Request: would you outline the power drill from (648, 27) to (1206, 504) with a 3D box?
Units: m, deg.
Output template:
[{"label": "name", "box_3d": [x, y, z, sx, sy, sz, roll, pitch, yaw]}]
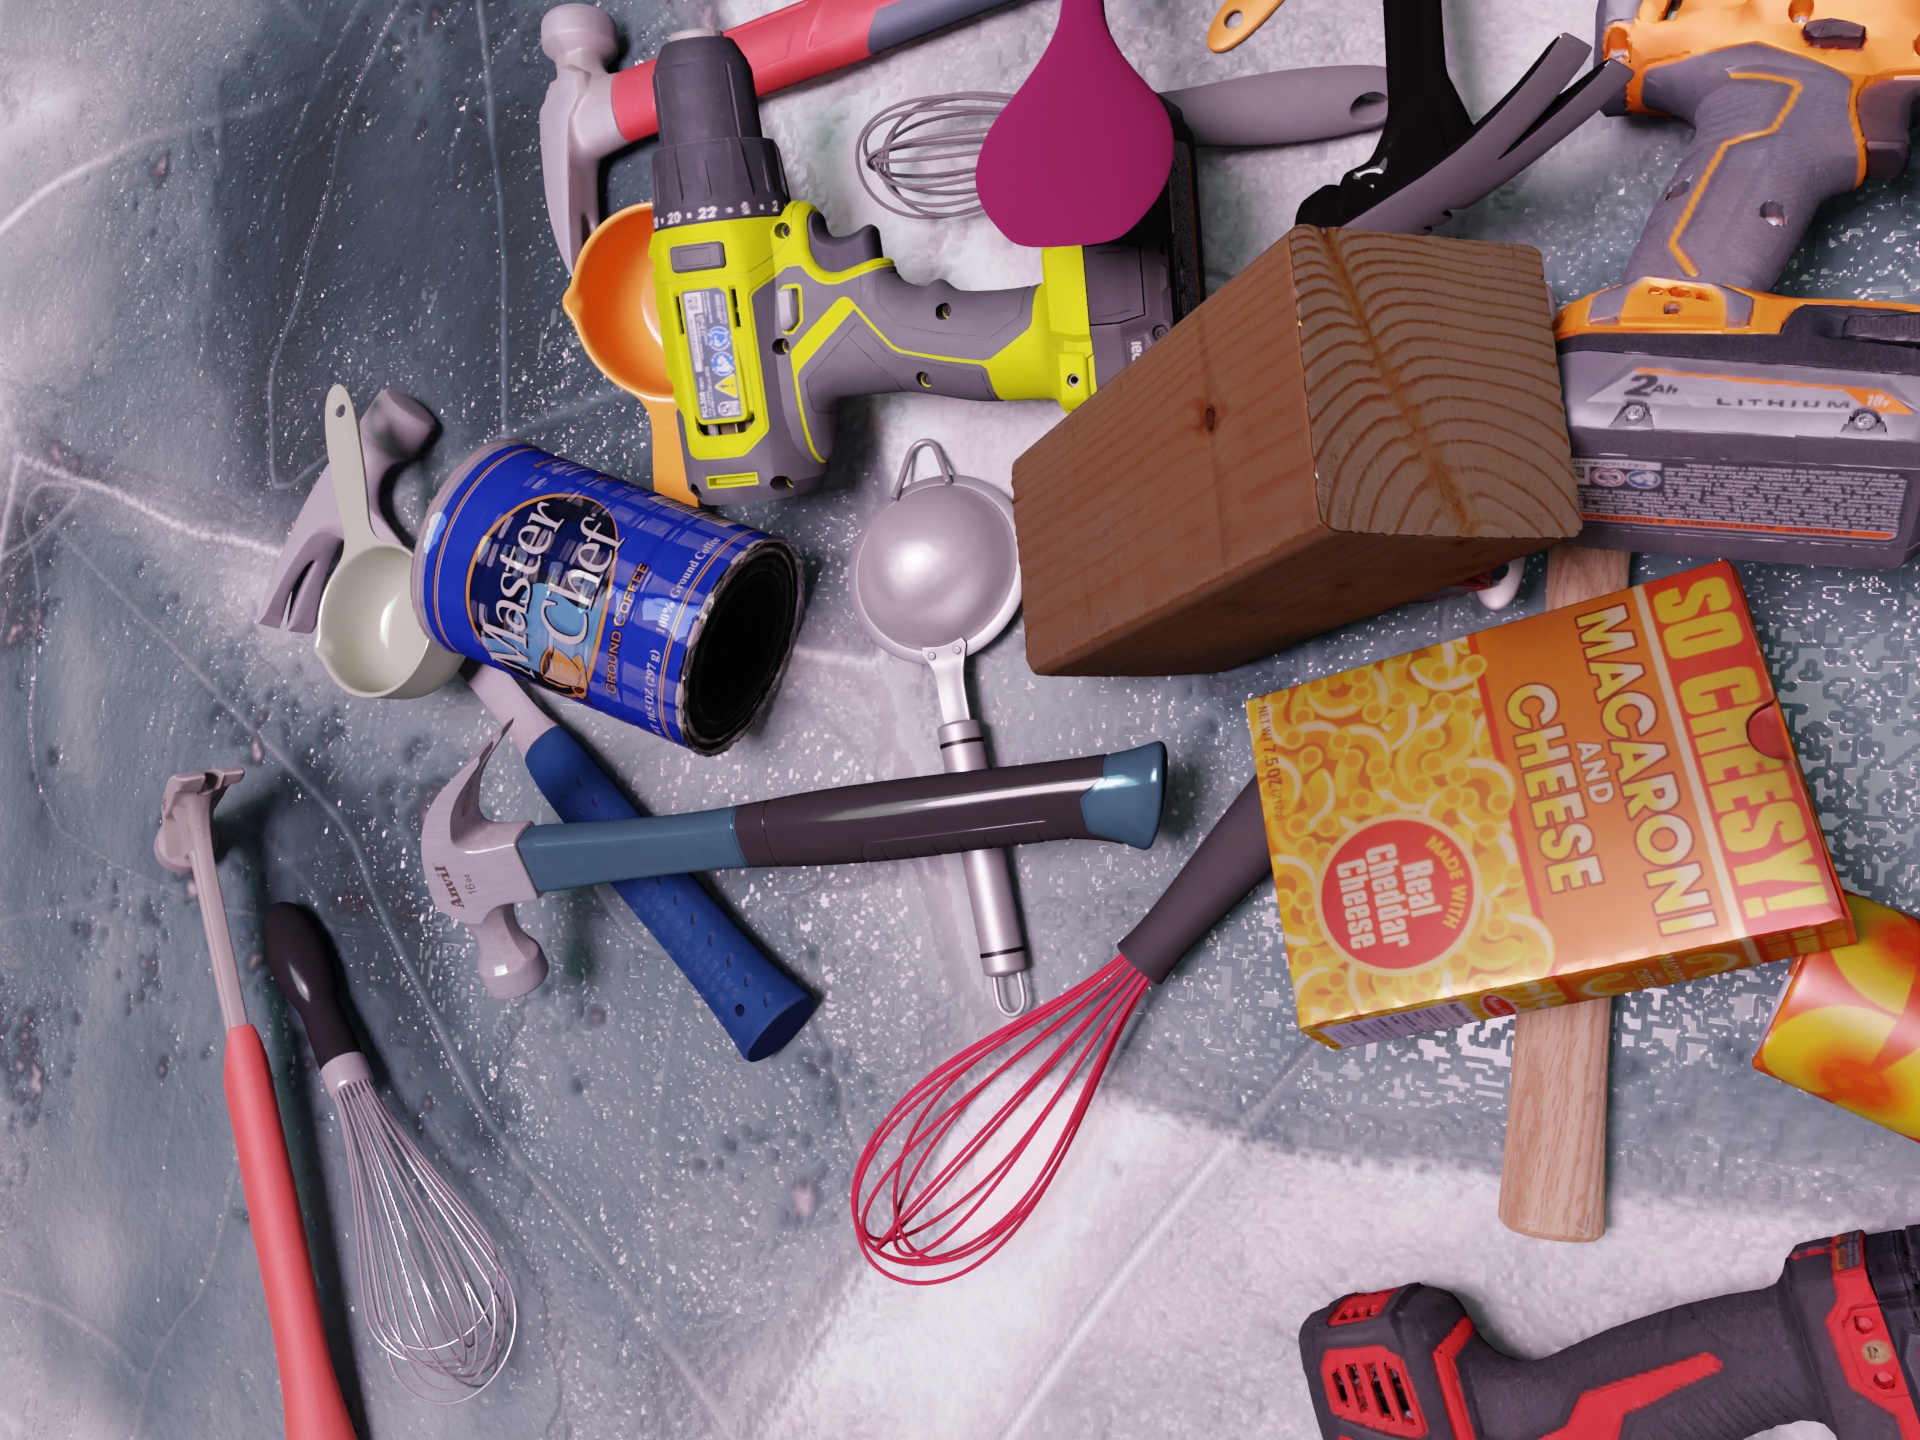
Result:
[{"label": "power drill", "box_3d": [-0.022, -0.192, 0.649, 0.228, 0.080, 0.190, -1, 105, 19]}]

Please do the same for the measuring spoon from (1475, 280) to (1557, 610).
[{"label": "measuring spoon", "box_3d": [0.192, -0.101, 0.565, 0.034, 0.018, 0.124, 1, 87, 27]}]

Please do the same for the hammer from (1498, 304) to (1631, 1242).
[{"label": "hammer", "box_3d": [0.223, 0.016, 0.567, 0.130, 0.031, 0.331, 2, 86, 27]}]

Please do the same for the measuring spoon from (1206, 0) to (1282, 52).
[{"label": "measuring spoon", "box_3d": [0.142, -0.324, 0.652, 0.117, 0.011, 0.021, -47, 67, 15]}]

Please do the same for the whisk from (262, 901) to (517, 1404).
[{"label": "whisk", "box_3d": [-0.297, 0.207, 0.798, 0.070, 0.070, 0.285, -43, 63, 17]}]

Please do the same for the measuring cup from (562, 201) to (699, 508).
[{"label": "measuring cup", "box_3d": [-0.130, -0.155, 0.754, 0.095, 0.052, 0.173, 2, 108, 9]}]

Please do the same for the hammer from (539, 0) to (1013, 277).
[{"label": "hammer", "box_3d": [-0.032, -0.310, 0.724, 0.386, 0.038, 0.143, -9, 82, 26]}]

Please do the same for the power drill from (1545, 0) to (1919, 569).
[{"label": "power drill", "box_3d": [0.276, -0.164, 0.505, 0.164, 0.084, 0.227, 8, 67, 27]}]

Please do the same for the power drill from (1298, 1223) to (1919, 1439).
[{"label": "power drill", "box_3d": [0.230, 0.249, 0.518, 0.219, 0.078, 0.143, -20, 76, 26]}]

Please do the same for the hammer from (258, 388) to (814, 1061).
[{"label": "hammer", "box_3d": [-0.214, 0.009, 0.785, 0.406, 0.035, 0.144, 46, 105, 23]}]

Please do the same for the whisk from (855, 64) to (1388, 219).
[{"label": "whisk", "box_3d": [0.066, -0.245, 0.666, 0.239, 0.055, 0.055, 1, 85, 22]}]

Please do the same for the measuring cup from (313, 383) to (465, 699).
[{"label": "measuring cup", "box_3d": [-0.286, -0.089, 0.791, 0.083, 0.038, 0.168, -22, 73, 23]}]

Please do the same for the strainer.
[{"label": "strainer", "box_3d": [-0.001, -0.002, 0.678, 0.087, 0.050, 0.258, -14, 82, 21]}]

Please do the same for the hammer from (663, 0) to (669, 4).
[{"label": "hammer", "box_3d": [0.028, -0.378, 0.639, 0.411, 0.038, 0.146, 11, 72, 37]}]

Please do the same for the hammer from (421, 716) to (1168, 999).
[{"label": "hammer", "box_3d": [-0.075, 0.047, 0.657, 0.331, 0.033, 0.128, -7, 118, 17]}]

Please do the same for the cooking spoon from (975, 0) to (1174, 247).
[{"label": "cooking spoon", "box_3d": [0.047, -0.291, 0.606, 0.069, 0.017, 0.319, -1, 57, 10]}]

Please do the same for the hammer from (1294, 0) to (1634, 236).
[{"label": "hammer", "box_3d": [0.169, -0.338, 0.587, 0.127, 0.034, 0.337, -26, 59, 56]}]

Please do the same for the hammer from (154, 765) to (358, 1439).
[{"label": "hammer", "box_3d": [-0.358, 0.205, 0.813, 0.149, 0.036, 0.359, -28, 75, 55]}]

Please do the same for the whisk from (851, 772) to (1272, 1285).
[{"label": "whisk", "box_3d": [0.057, 0.110, 0.629, 0.073, 0.073, 0.296, 44, 98, 23]}]
